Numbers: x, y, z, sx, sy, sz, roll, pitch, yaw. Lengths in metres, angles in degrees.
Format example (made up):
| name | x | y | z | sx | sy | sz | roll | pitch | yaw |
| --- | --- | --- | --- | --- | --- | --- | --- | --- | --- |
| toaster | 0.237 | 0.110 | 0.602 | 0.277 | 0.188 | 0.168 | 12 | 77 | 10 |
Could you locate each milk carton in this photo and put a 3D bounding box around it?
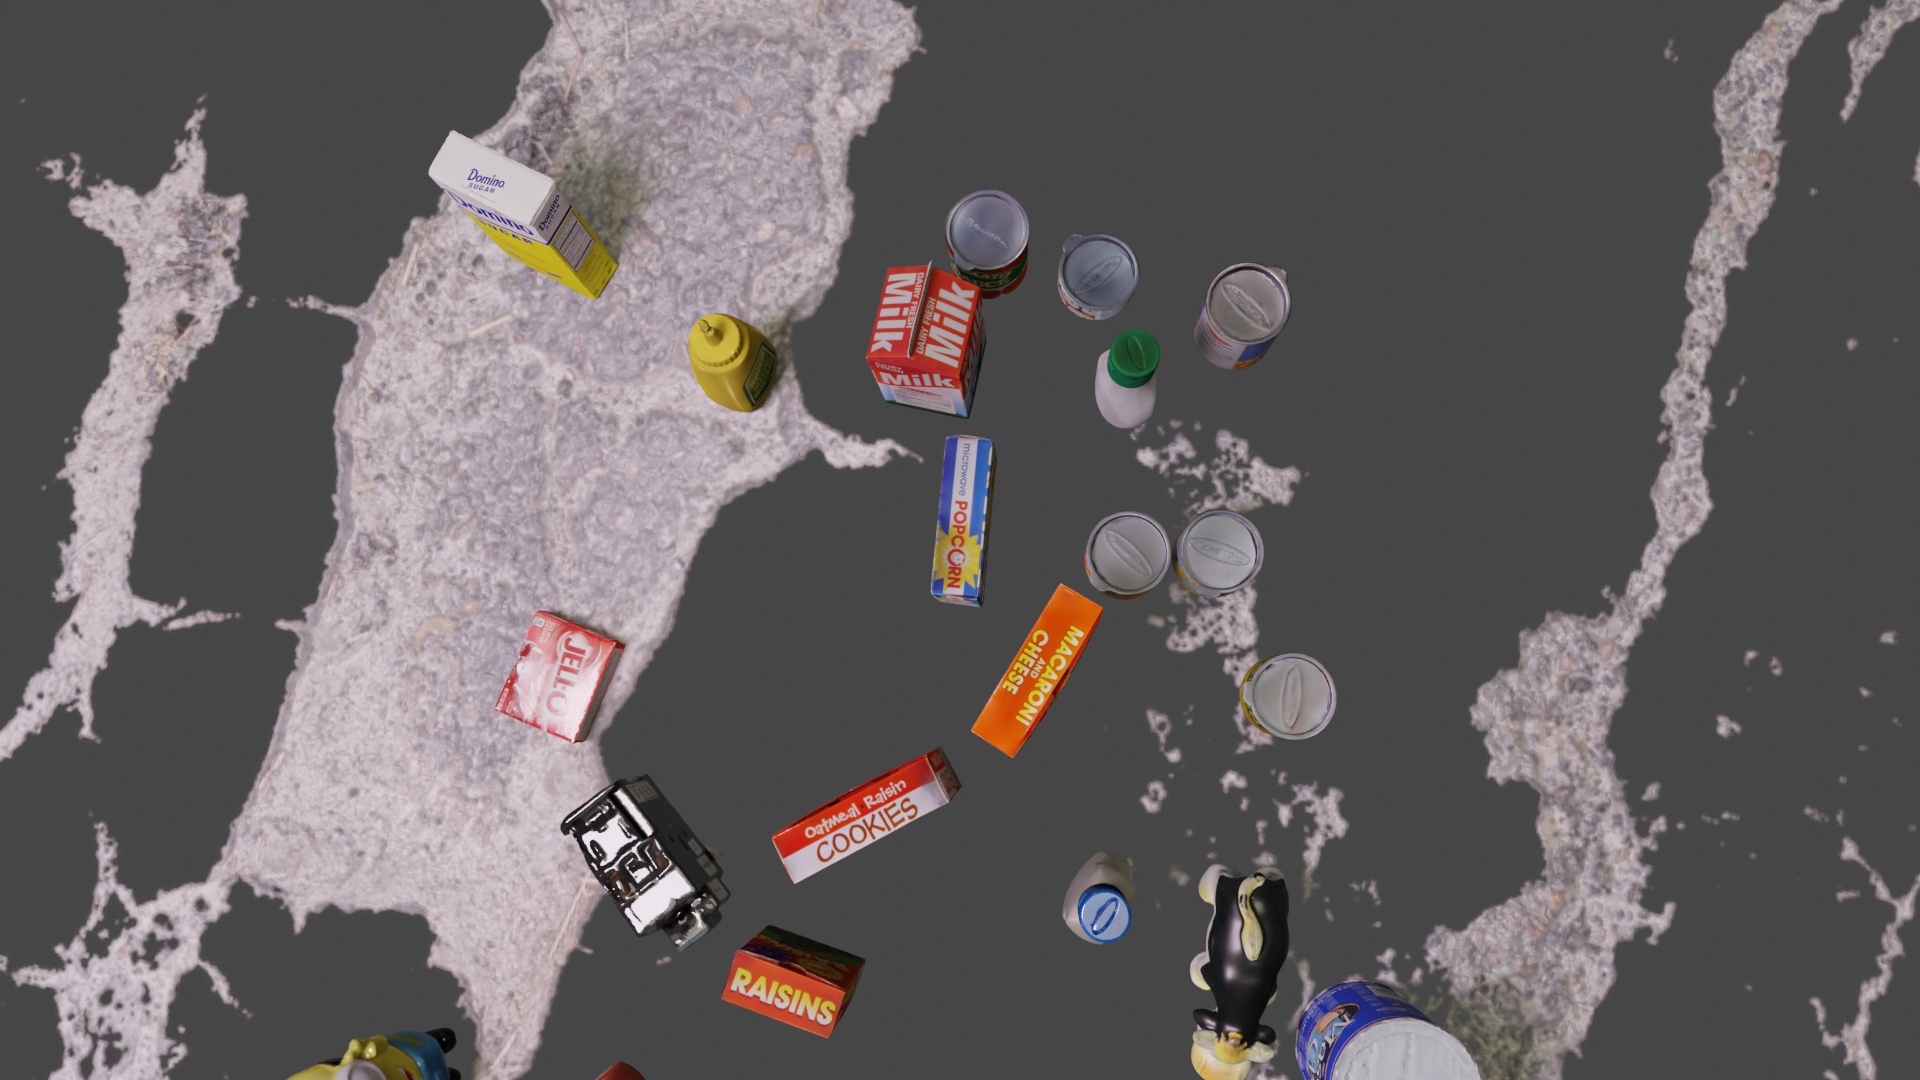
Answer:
| name | x | y | z | sx | sy | sz | roll | pitch | yaw |
| --- | --- | --- | --- | --- | --- | --- | --- | --- | --- |
| milk carton | -0.024 | -0.153 | 1.068 | 0.073 | 0.190 | 0.072 | 12 | 84 | 4 |

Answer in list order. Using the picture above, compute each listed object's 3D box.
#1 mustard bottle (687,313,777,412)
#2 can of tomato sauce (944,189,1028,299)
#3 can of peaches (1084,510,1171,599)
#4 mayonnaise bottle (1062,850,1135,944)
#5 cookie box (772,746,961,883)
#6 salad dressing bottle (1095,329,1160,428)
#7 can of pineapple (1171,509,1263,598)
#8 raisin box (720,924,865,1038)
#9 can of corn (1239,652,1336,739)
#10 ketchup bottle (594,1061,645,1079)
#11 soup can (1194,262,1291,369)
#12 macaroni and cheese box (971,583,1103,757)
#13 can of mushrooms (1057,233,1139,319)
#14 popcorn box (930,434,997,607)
| name | x | y | z | sx | sy | sz | roll | pitch | yaw |
| --- | --- | --- | --- | --- | --- | --- | --- | --- | --- |
| mustard bottle | -0.182 | -0.144 | 1.090 | 0.049 | 0.160 | 0.065 | 21 | 85 | 5 |
| can of tomato sauce | 0.022 | -0.238 | 1.131 | 0.071 | 0.083 | 0.071 | 0 | 83 | 3 |
| can of peaches | 0.130 | 0.014 | 1.106 | 0.071 | 0.058 | 0.071 | 0 | 83 | 3 |
| mayonnaise bottle | 0.104 | 0.268 | 1.028 | 0.041 | 0.148 | 0.065 | 33 | 86 | 6 |
| cookie box | -0.065 | 0.200 | 1.036 | 0.123 | 0.167 | 0.040 | -28 | 83 | -1 |
| salad dressing bottle | 0.131 | -0.127 | 1.079 | 0.044 | 0.147 | 0.064 | -18 | 83 | 1 |
| can of pineapple | 0.202 | 0.013 | 1.102 | 0.071 | 0.058 | 0.071 | 0 | 83 | 3 |
| raisin box | -0.122 | 0.329 | 1.044 | 0.086 | 0.123 | 0.040 | 19 | 85 | 5 |
| can of corn | 0.252 | 0.121 | 1.085 | 0.071 | 0.058 | 0.071 | 0 | 83 | 3 |
| ketchup bottle | -0.278 | 0.434 | 1.026 | 0.043 | 0.148 | 0.065 | 35 | 86 | 6 |
| soup can | 0.227 | -0.180 | 1.113 | 0.071 | 0.083 | 0.071 | 0 | 83 | 3 |
| macaroni and cheese box | 0.059 | 0.099 | 1.043 | 0.040 | 0.166 | 0.124 | 31 | 86 | 6 |
| can of mushrooms | 0.112 | -0.220 | 1.149 | 0.071 | 0.033 | 0.071 | 0 | 83 | 3 |
| popcorn box | 0.004 | -0.014 | 1.102 | 0.038 | 0.085 | 0.127 | 5 | 83 | 4 |
